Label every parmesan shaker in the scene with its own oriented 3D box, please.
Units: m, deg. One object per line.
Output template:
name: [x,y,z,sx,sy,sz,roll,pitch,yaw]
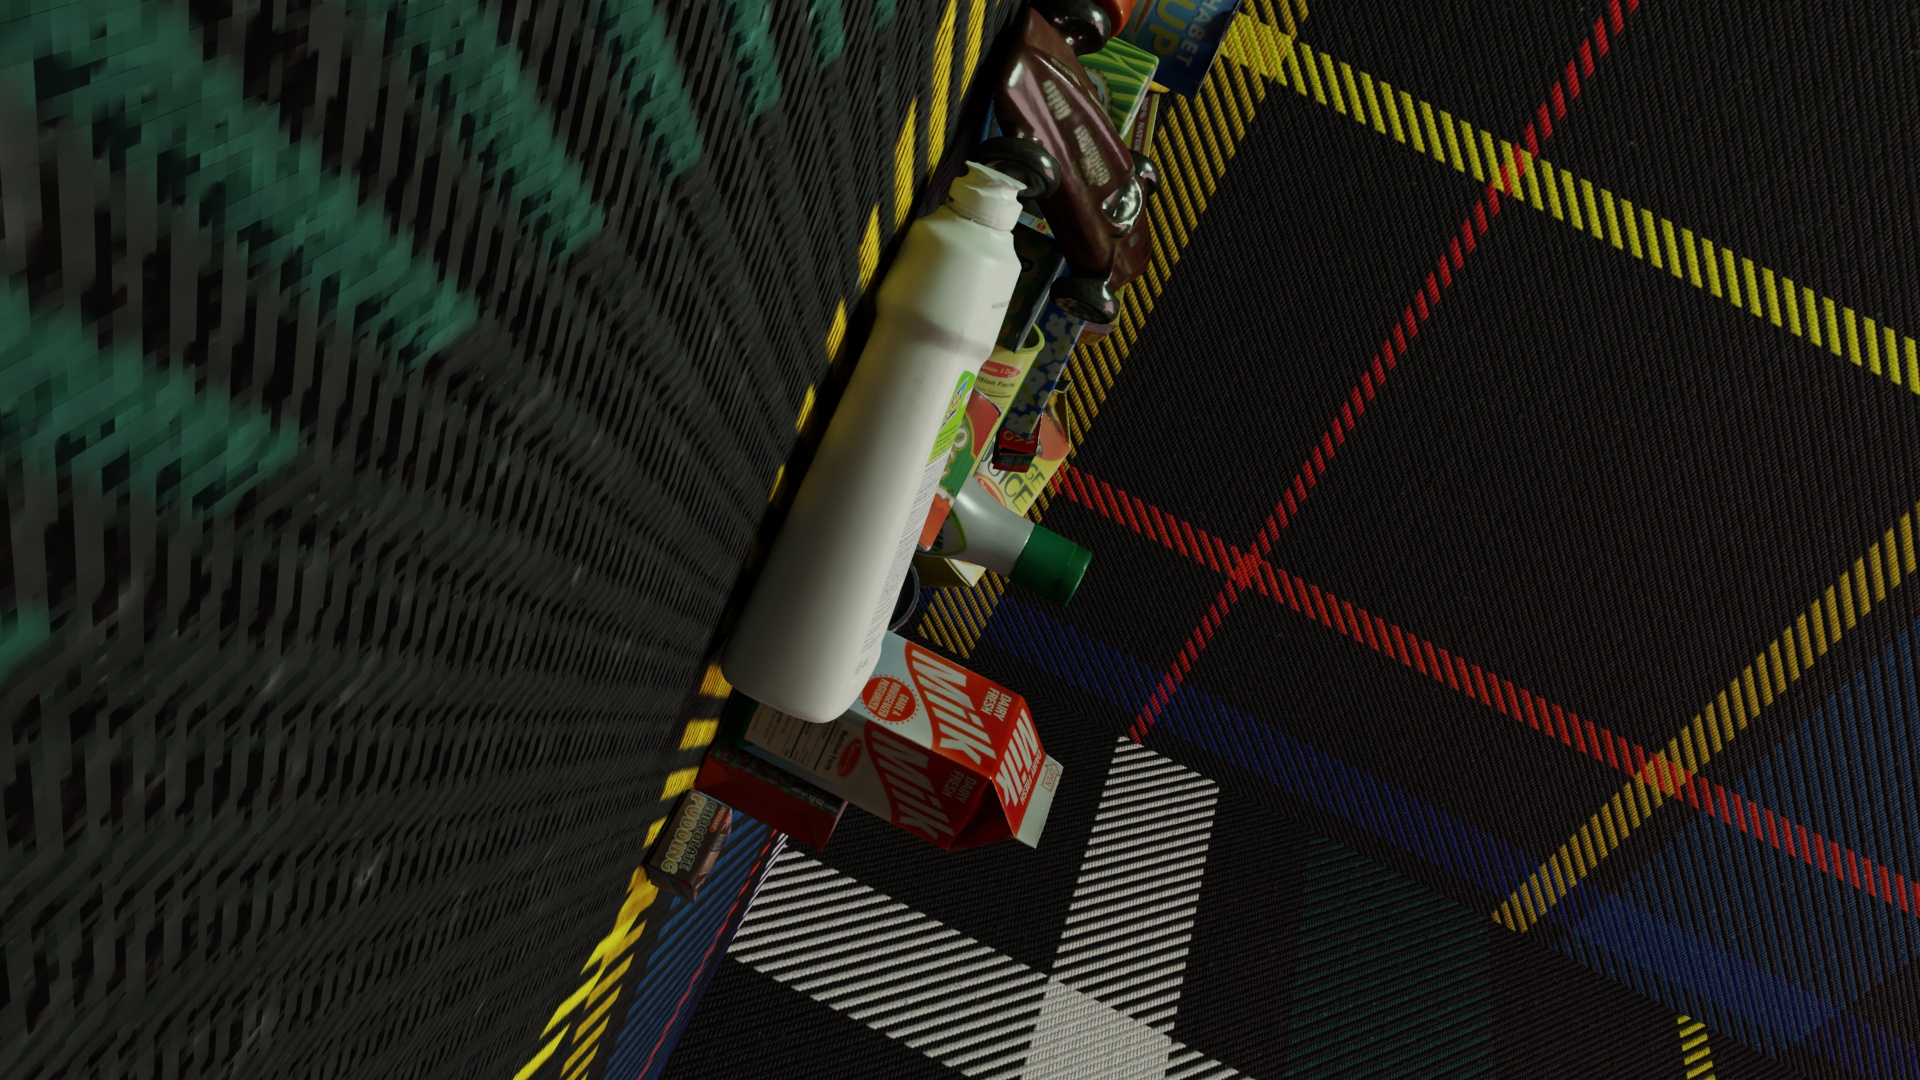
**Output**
parmesan shaker: [-0.004,-0.091,0.831,0.102,0.071,0.072,-61,180,31]

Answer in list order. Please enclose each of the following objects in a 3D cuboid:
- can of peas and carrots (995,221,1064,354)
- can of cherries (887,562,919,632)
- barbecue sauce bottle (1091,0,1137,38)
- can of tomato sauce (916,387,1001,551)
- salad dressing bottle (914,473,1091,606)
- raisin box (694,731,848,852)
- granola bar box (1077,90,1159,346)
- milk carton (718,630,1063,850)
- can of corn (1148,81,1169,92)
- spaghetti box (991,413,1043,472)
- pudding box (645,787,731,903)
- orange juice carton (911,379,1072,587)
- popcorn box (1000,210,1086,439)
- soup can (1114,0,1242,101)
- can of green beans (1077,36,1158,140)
can of peas and carrots: [0.019,-0.144,0.759,0.071,0.059,0.071,-63,178,-3]
can of cherries: [-0.062,0.033,0.988,0.071,0.071,0.058,-63,179,-7]
barbecue sauce bottle: [0.090,-0.307,0.664,0.149,0.044,0.064,-63,180,-18]
can of tomato sauce: [-0.027,-0.046,0.722,0.083,0.071,0.071,-63,179,-7]
salad dressing bottle: [0.003,-0.010,0.804,0.064,0.148,0.044,-65,178,40]
raisin box: [-0.095,0.118,0.851,0.124,0.086,0.039,-63,178,-51]
granola bar box: [0.102,-0.234,1.019,0.124,0.039,0.165,-153,-107,-87]
milk carton: [-0.033,0.111,0.801,0.073,0.191,0.073,-64,179,38]
can of corn: [0.128,-0.345,0.945,0.058,0.071,0.071,-64,179,30]
spaghetti box: [0.056,-0.172,0.995,0.050,0.029,0.250,111,-11,-77]
pudding box: [-0.156,0.176,0.801,0.083,0.030,0.050,115,1,-66]
orange juice carton: [0.016,-0.056,1.057,0.071,0.073,0.193,-3,-136,49]
popcorn box: [0.031,-0.136,0.862,0.038,0.085,0.126,-64,180,-60]
soup can: [0.108,-0.295,0.775,0.071,0.084,0.071,-64,179,-2]
can of green beans: [0.068,-0.243,0.755,0.071,0.058,0.071,-64,179,-2]
